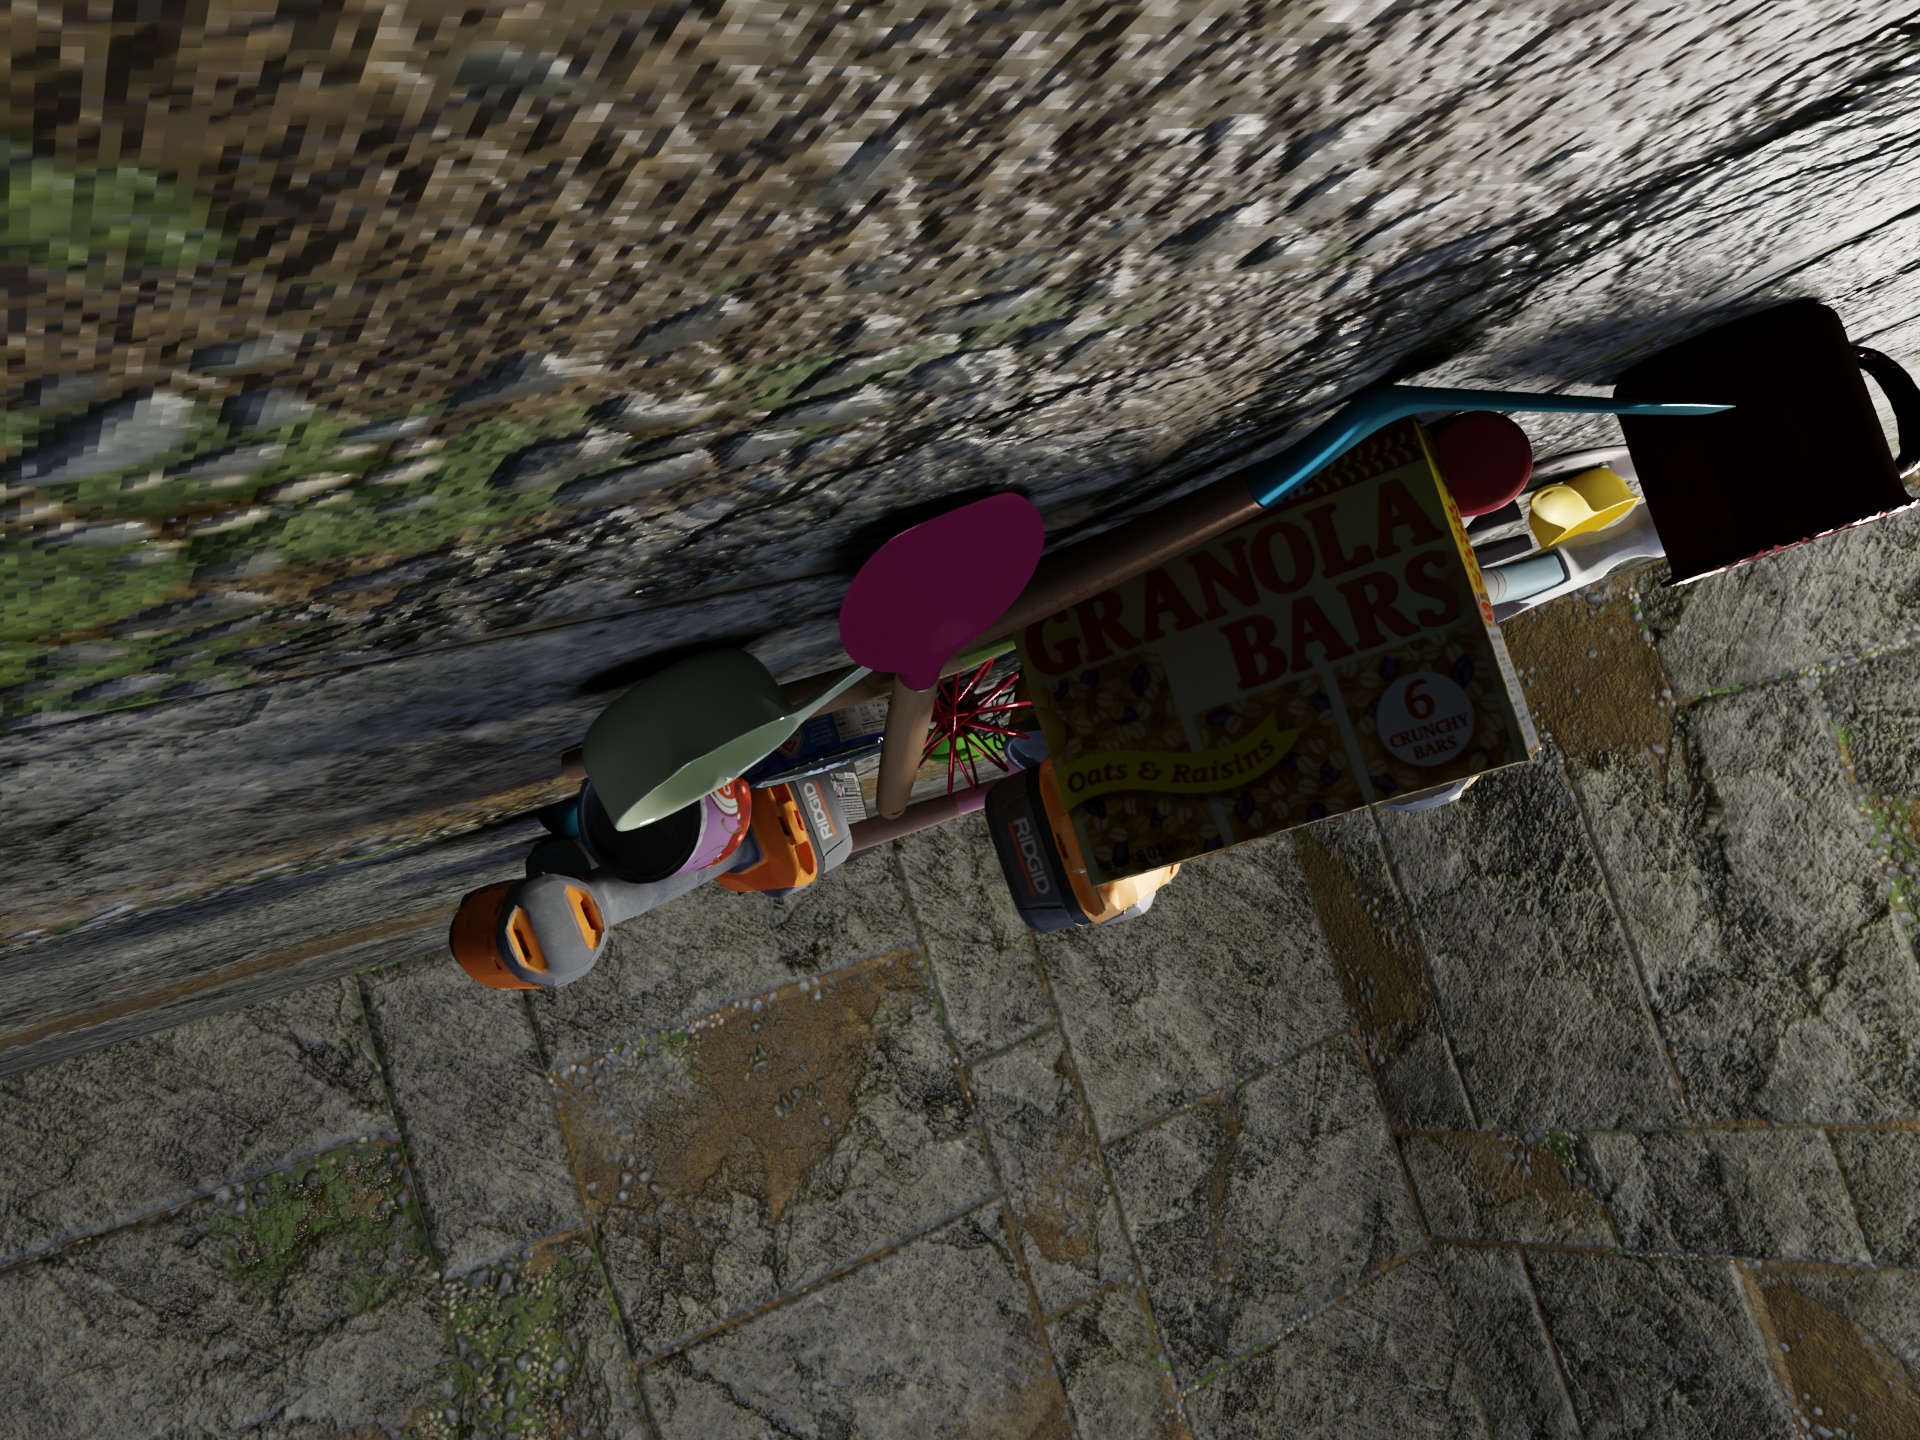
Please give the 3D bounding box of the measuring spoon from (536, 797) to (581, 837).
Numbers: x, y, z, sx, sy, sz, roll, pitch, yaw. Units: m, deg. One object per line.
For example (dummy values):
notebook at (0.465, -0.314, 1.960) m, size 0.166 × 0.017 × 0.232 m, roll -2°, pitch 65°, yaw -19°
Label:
measuring spoon at (-0.197, 0.048, 0.905) m, size 0.042 × 0.021 × 0.128 m, roll -14°, pitch 176°, yaw -45°

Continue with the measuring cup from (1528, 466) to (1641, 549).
measuring cup at (0.327, -0.123, 0.867) m, size 0.062 × 0.029 × 0.156 m, roll -33°, pitch 162°, yaw 26°

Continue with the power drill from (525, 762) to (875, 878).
power drill at (-0.185, 0.089, 1.176) m, size 0.223 × 0.080 × 0.171 m, roll -15°, pitch 176°, yaw 9°

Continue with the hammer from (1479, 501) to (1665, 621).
hammer at (0.234, -0.059, 0.730) m, size 0.128 × 0.033 × 0.331 m, roll -25°, pitch 174°, yaw 36°

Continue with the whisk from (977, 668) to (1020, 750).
whisk at (0.067, -0.024, 0.932) m, size 0.055 × 0.055 × 0.239 m, roll -16°, pitch 171°, yaw -26°

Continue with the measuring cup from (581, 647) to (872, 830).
measuring cup at (-0.061, -0.021, 0.570) m, size 0.167 × 0.038 × 0.083 m, roll -34°, pitch 174°, yaw -2°

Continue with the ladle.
ladle at (-0.020, -0.011, 0.679) m, size 0.320 × 0.062 × 0.078 m, roll -16°, pitch -159°, yaw 12°

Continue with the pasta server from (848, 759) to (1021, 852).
pasta server at (-0.021, 0.050, 0.998) m, size 0.316 × 0.040 × 0.060 m, roll -20°, pitch 163°, yaw 36°

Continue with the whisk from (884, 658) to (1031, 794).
whisk at (-0.001, -0.003, 0.843) m, size 0.073 × 0.073 × 0.296 m, roll -18°, pitch -179°, yaw 0°

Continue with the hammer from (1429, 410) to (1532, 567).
hammer at (0.232, -0.094, 0.752) m, size 0.143 × 0.038 × 0.386 m, roll -20°, pitch 176°, yaw 8°

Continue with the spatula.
spatula at (0.080, -0.057, 0.525) m, size 0.317 × 0.044 × 0.082 m, roll -23°, pitch 174°, yaw 40°

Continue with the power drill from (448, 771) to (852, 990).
power drill at (-0.198, 0.096, 0.966) m, size 0.226 × 0.084 × 0.164 m, roll -23°, pitch -175°, yaw -34°

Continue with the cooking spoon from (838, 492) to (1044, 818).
cooking spoon at (-0.018, -0.010, 0.589) m, size 0.069 × 0.017 × 0.318 m, roll -23°, pitch 165°, yaw -12°

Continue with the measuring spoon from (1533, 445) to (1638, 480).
measuring spoon at (0.335, -0.131, 0.828) m, size 0.124 × 0.018 × 0.034 m, roll -13°, pitch 174°, yaw -40°

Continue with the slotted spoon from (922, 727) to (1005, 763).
slotted spoon at (0.092, -0.001, 1.040) m, size 0.314 × 0.031 × 0.070 m, roll -9°, pitch 167°, yaw 33°

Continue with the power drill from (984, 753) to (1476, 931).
power drill at (0.147, 0.024, 0.750) m, size 0.226 × 0.084 × 0.185 m, roll -20°, pitch 177°, yaw 26°
